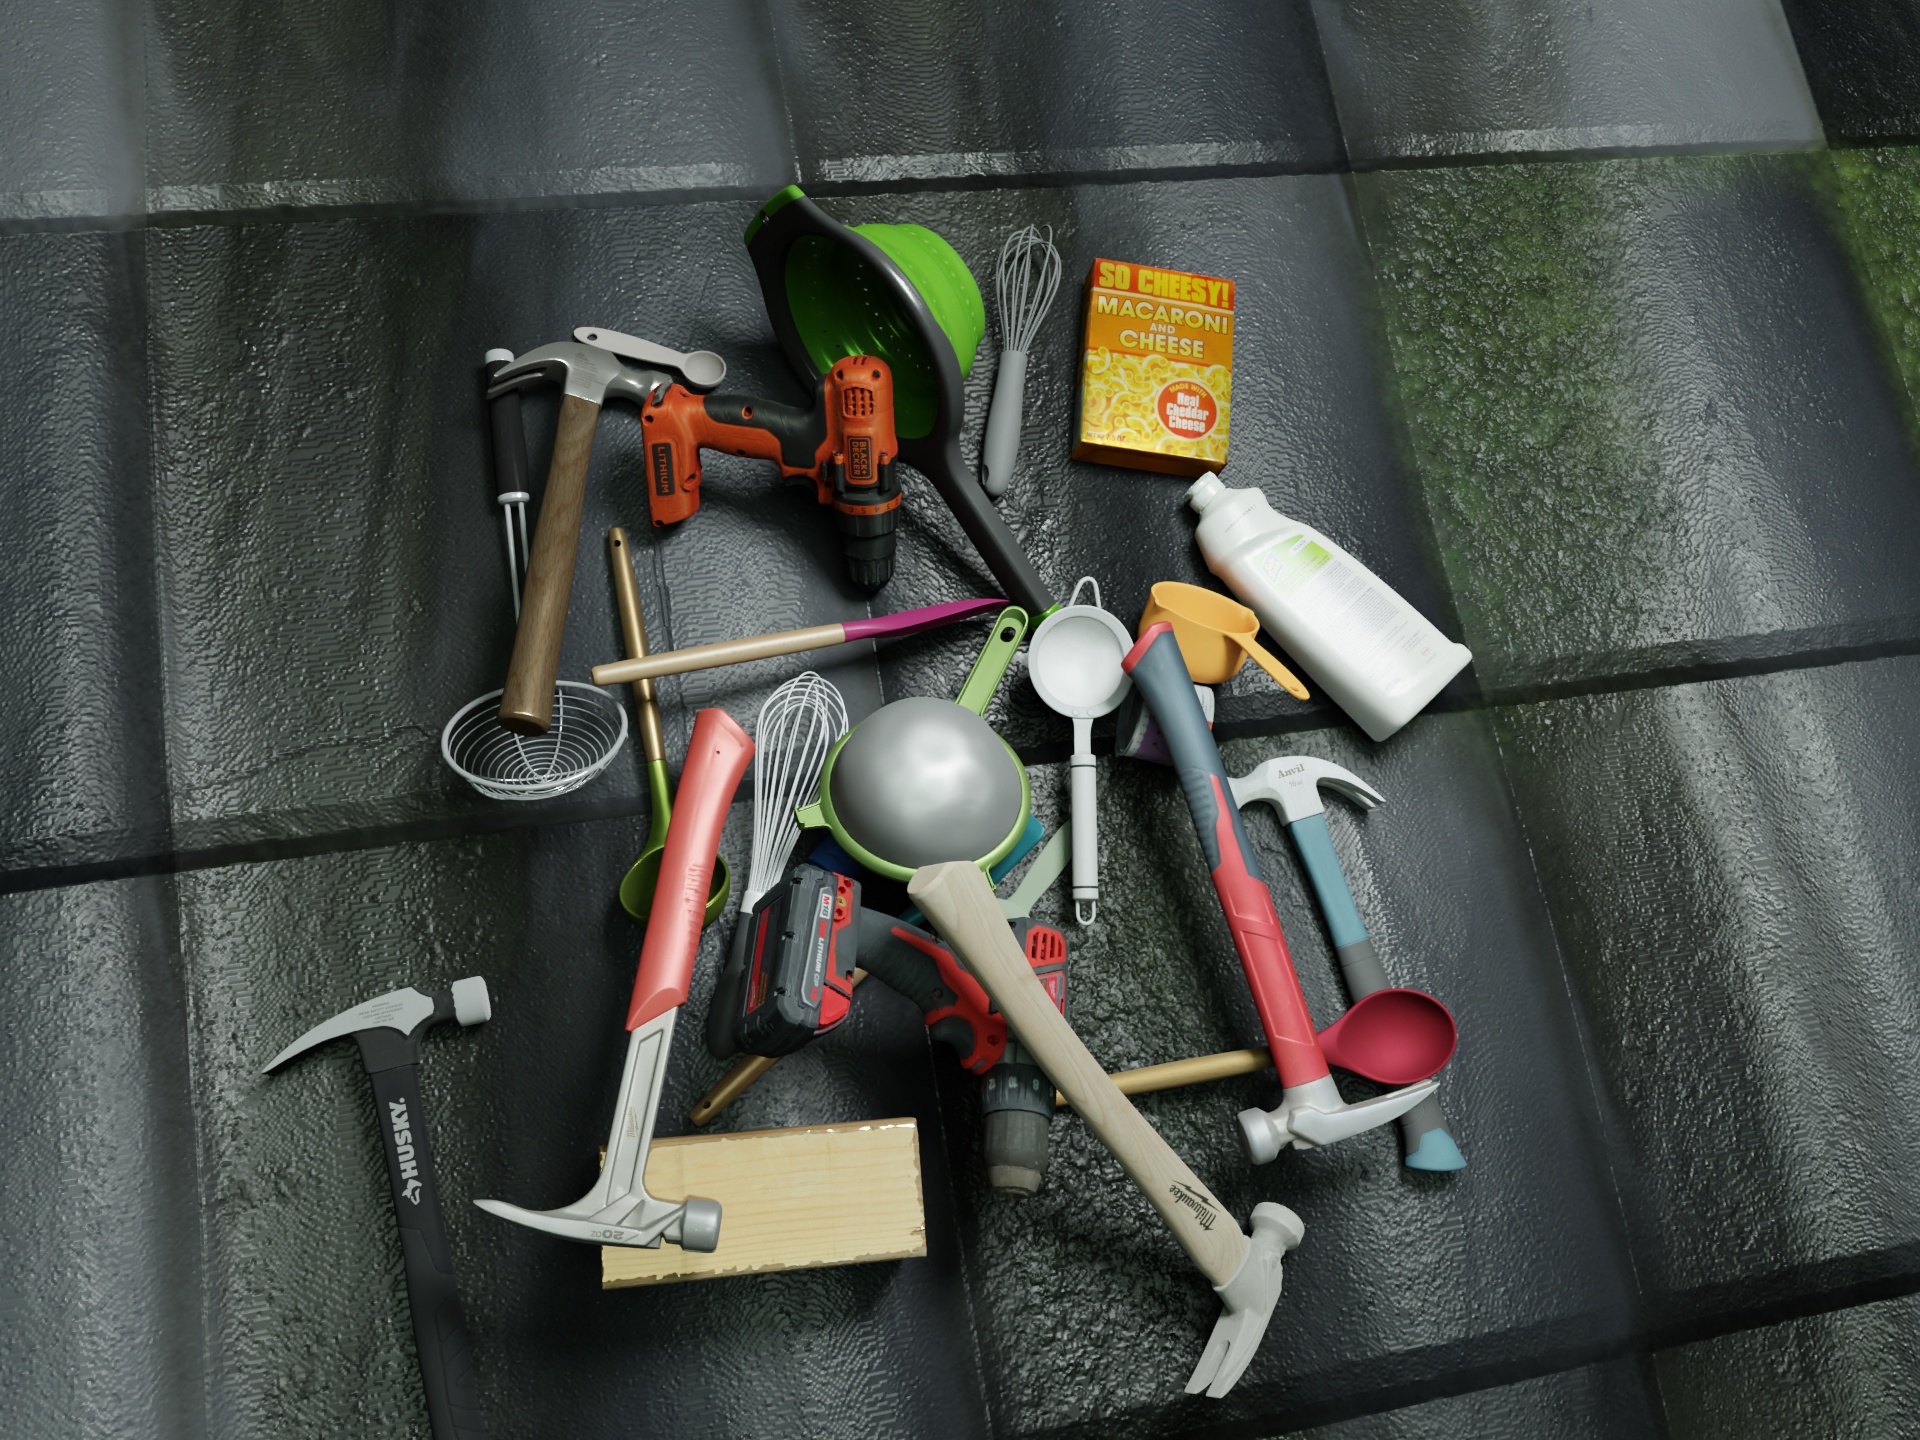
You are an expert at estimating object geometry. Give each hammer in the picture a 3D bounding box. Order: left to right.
[{"bbox_3d":[-0.356,0.346,1.041,0.146,0.035,0.335,-12,77,-14],"label":"hammer"},{"bbox_3d":[-0.290,-0.139,1.136,0.130,0.031,0.332,14,57,-21],"label":"hammer"},{"bbox_3d":[-0.203,0.158,1.046,0.149,0.036,0.359,10,65,-5],"label":"hammer"},{"bbox_3d":[0.089,0.259,1.041,0.410,0.038,0.146,53,49,-18],"label":"hammer"},{"bbox_3d":[0.213,0.109,1.143,0.143,0.038,0.386,-17,82,-4],"label":"hammer"},{"bbox_3d":[0.301,0.183,1.207,0.128,0.033,0.331,-17,78,-13],"label":"hammer"}]

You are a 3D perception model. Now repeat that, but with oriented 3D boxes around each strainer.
[{"bbox_3d":[-0.002,-0.004,1.133,0.151,0.069,0.256,21,55,9],"label":"strainer"},{"bbox_3d":[0.089,0.023,1.191,0.087,0.050,0.258,3,80,-16],"label":"strainer"}]

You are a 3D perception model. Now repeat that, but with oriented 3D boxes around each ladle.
[{"bbox_3d":[-0.226,0.002,1.151,0.078,0.062,0.320,-11,74,-6],"label":"ladle"},{"bbox_3d":[0.202,0.250,1.154,0.315,0.031,0.069,-9,79,-3],"label":"ladle"}]

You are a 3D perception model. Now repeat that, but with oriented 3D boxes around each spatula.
[{"bbox_3d":[-0.074,0.168,1.129,0.317,0.044,0.082,-43,63,-13],"label":"spatula"}]

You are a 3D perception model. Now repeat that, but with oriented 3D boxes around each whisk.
[{"bbox_3d":[-0.137,0.101,1.142,0.070,0.070,0.285,14,78,-6],"label":"whisk"},{"bbox_3d":[0.045,-0.293,1.287,0.055,0.055,0.239,10,77,-7],"label":"whisk"}]

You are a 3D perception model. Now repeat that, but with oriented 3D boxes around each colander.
[{"bbox_3d":[-0.004,-0.237,1.210,0.094,0.204,0.397,-40,103,-24],"label":"colander"}]

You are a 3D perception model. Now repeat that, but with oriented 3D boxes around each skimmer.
[{"bbox_3d":[-0.319,-0.115,1.147,0.127,0.090,0.363,-7,76,-11],"label":"skimmer"}]

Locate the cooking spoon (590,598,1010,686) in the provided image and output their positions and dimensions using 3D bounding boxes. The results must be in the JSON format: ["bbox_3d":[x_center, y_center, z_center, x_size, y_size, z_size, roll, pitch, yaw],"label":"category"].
[{"bbox_3d":[-0.111,-0.060,1.163,0.319,0.069,0.017,-12,87,-22],"label":"cooking spoon"}]

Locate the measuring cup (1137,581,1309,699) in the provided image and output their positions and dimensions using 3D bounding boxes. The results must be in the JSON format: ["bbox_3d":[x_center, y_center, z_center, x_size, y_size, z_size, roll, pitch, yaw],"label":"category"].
[{"bbox_3d":[0.199,-0.043,1.196,0.095,0.052,0.174,1,31,-32],"label":"measuring cup"}]

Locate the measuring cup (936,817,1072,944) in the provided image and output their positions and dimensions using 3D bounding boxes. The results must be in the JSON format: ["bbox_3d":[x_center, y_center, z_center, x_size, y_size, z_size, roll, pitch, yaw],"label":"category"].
[{"bbox_3d":[0.048,0.132,1.171,0.083,0.038,0.167,37,74,2],"label":"measuring cup"}]

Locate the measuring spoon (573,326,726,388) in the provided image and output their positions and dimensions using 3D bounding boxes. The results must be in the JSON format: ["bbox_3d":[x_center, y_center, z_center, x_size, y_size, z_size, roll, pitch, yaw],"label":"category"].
[{"bbox_3d":[-0.244,-0.285,1.251,0.124,0.018,0.034,16,59,2],"label":"measuring spoon"}]

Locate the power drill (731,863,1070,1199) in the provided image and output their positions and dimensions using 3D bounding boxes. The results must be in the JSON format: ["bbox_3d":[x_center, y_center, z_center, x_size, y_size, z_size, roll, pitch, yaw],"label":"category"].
[{"bbox_3d":[-0.029,0.202,1.043,0.226,0.080,0.188,19,57,-23],"label":"power drill"}]
